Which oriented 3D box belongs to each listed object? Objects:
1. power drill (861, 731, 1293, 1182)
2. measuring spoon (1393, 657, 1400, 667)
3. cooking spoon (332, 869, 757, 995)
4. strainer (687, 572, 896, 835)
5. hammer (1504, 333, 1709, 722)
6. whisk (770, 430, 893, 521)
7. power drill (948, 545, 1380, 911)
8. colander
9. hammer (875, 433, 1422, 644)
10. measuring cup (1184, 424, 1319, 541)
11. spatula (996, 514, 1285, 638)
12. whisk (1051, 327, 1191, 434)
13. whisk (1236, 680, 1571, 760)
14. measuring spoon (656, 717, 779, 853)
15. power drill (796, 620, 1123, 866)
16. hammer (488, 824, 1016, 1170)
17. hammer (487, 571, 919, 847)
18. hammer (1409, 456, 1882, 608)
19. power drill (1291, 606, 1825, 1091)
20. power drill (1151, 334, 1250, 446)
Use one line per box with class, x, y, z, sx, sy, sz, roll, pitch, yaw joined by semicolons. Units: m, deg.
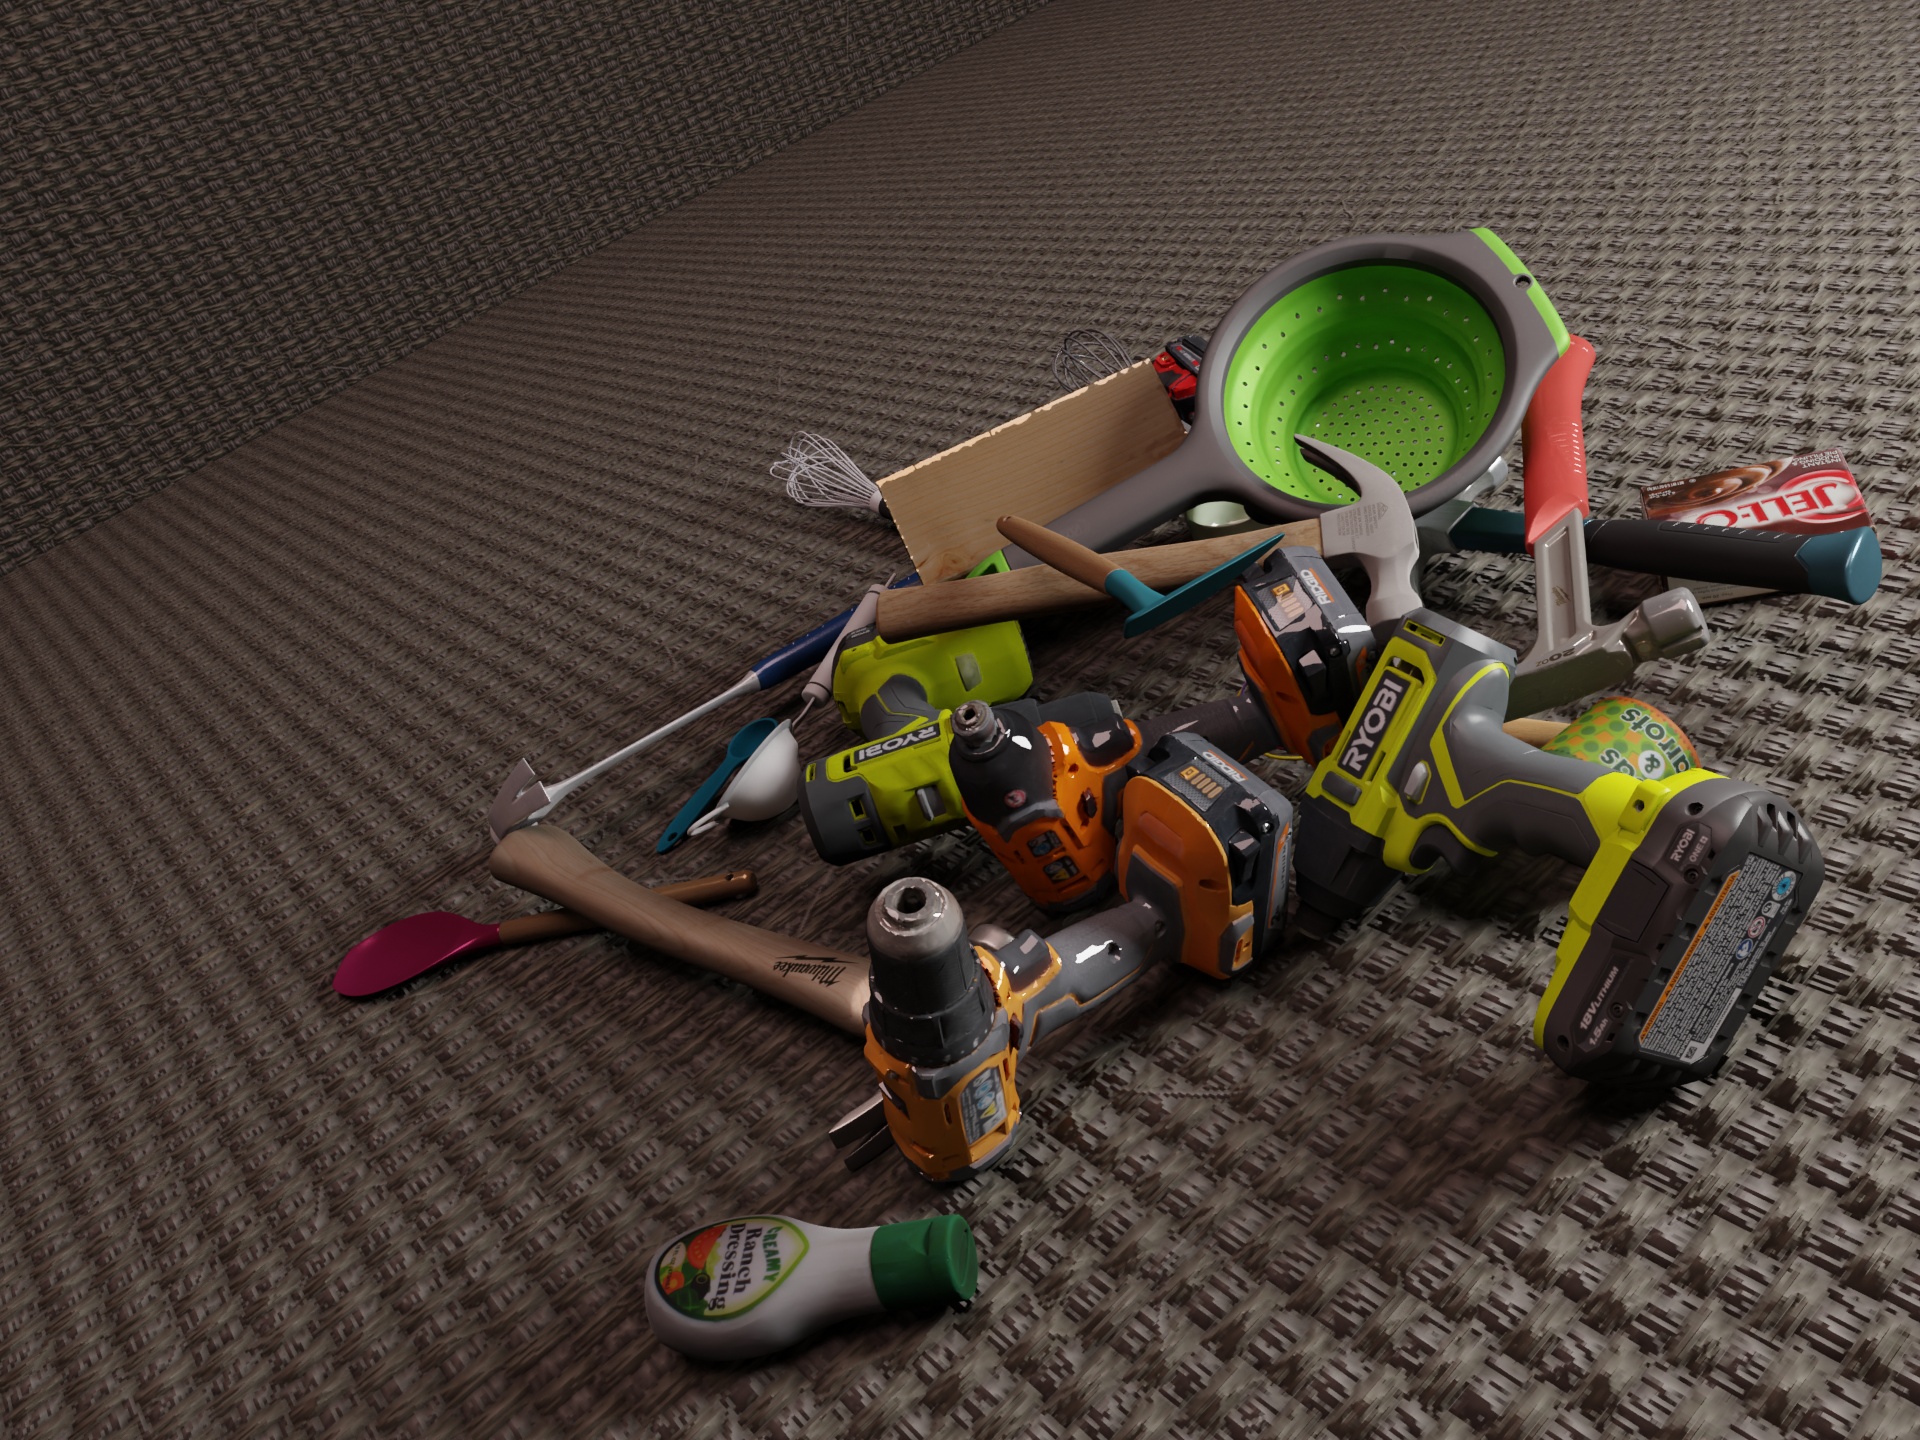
power drill;0.050;0.096;0.739;0.226;0.185;0.084;-33;50;-22
measuring spoon;0.272;-0.037;0.966;0.034;0.018;0.124;-10;26;20
cooking spoon;-0.280;0.137;1.053;0.319;0.017;0.069;-14;37;16
strainer;-0.102;-0.011;1.107;0.050;0.086;0.258;30;60;1
hammer;0.337;-0.127;0.926;0.149;0.036;0.359;-21;29;31
whisk;-0.086;-0.200;1.417;0.070;0.070;0.285;-35;37;-19
power drill;0.105;0.003;0.838;0.226;0.164;0.084;-28;50;6
colander;0.188;-0.159;1.026;0.397;0.094;0.205;-28;63;10
hammer;0.104;-0.090;0.960;0.331;0.031;0.130;-8;67;19
measuring cup;0.229;-0.172;1.178;0.083;0.038;0.168;7;40;41
spatula;0.071;-0.088;0.844;0.082;0.044;0.318;-30;22;-8
whisk;0.144;-0.232;1.201;0.055;0.055;0.239;-30;50;-12
whisk;0.264;0.008;0.880;0.245;0.051;0.047;8;63;35
measuring spoon;-0.168;0.050;1.122;0.042;0.021;0.129;7;51;46
power drill;-0.002;-0.003;0.995;0.190;0.080;0.229;-18;23;4
hammer;-0.157;0.134;0.935;0.411;0.038;0.146;13;47;40
hammer;-0.158;-0.024;1.164;0.405;0.035;0.144;-31;-5;-22
hammer;0.374;-0.104;0.918;0.128;0.033;0.331;-44;25;-11
power drill;0.248;0.062;0.720;0.223;0.080;0.171;40;108;55
power drill;0.120;-0.221;1.291;0.219;0.078;0.143;-25;31;2
